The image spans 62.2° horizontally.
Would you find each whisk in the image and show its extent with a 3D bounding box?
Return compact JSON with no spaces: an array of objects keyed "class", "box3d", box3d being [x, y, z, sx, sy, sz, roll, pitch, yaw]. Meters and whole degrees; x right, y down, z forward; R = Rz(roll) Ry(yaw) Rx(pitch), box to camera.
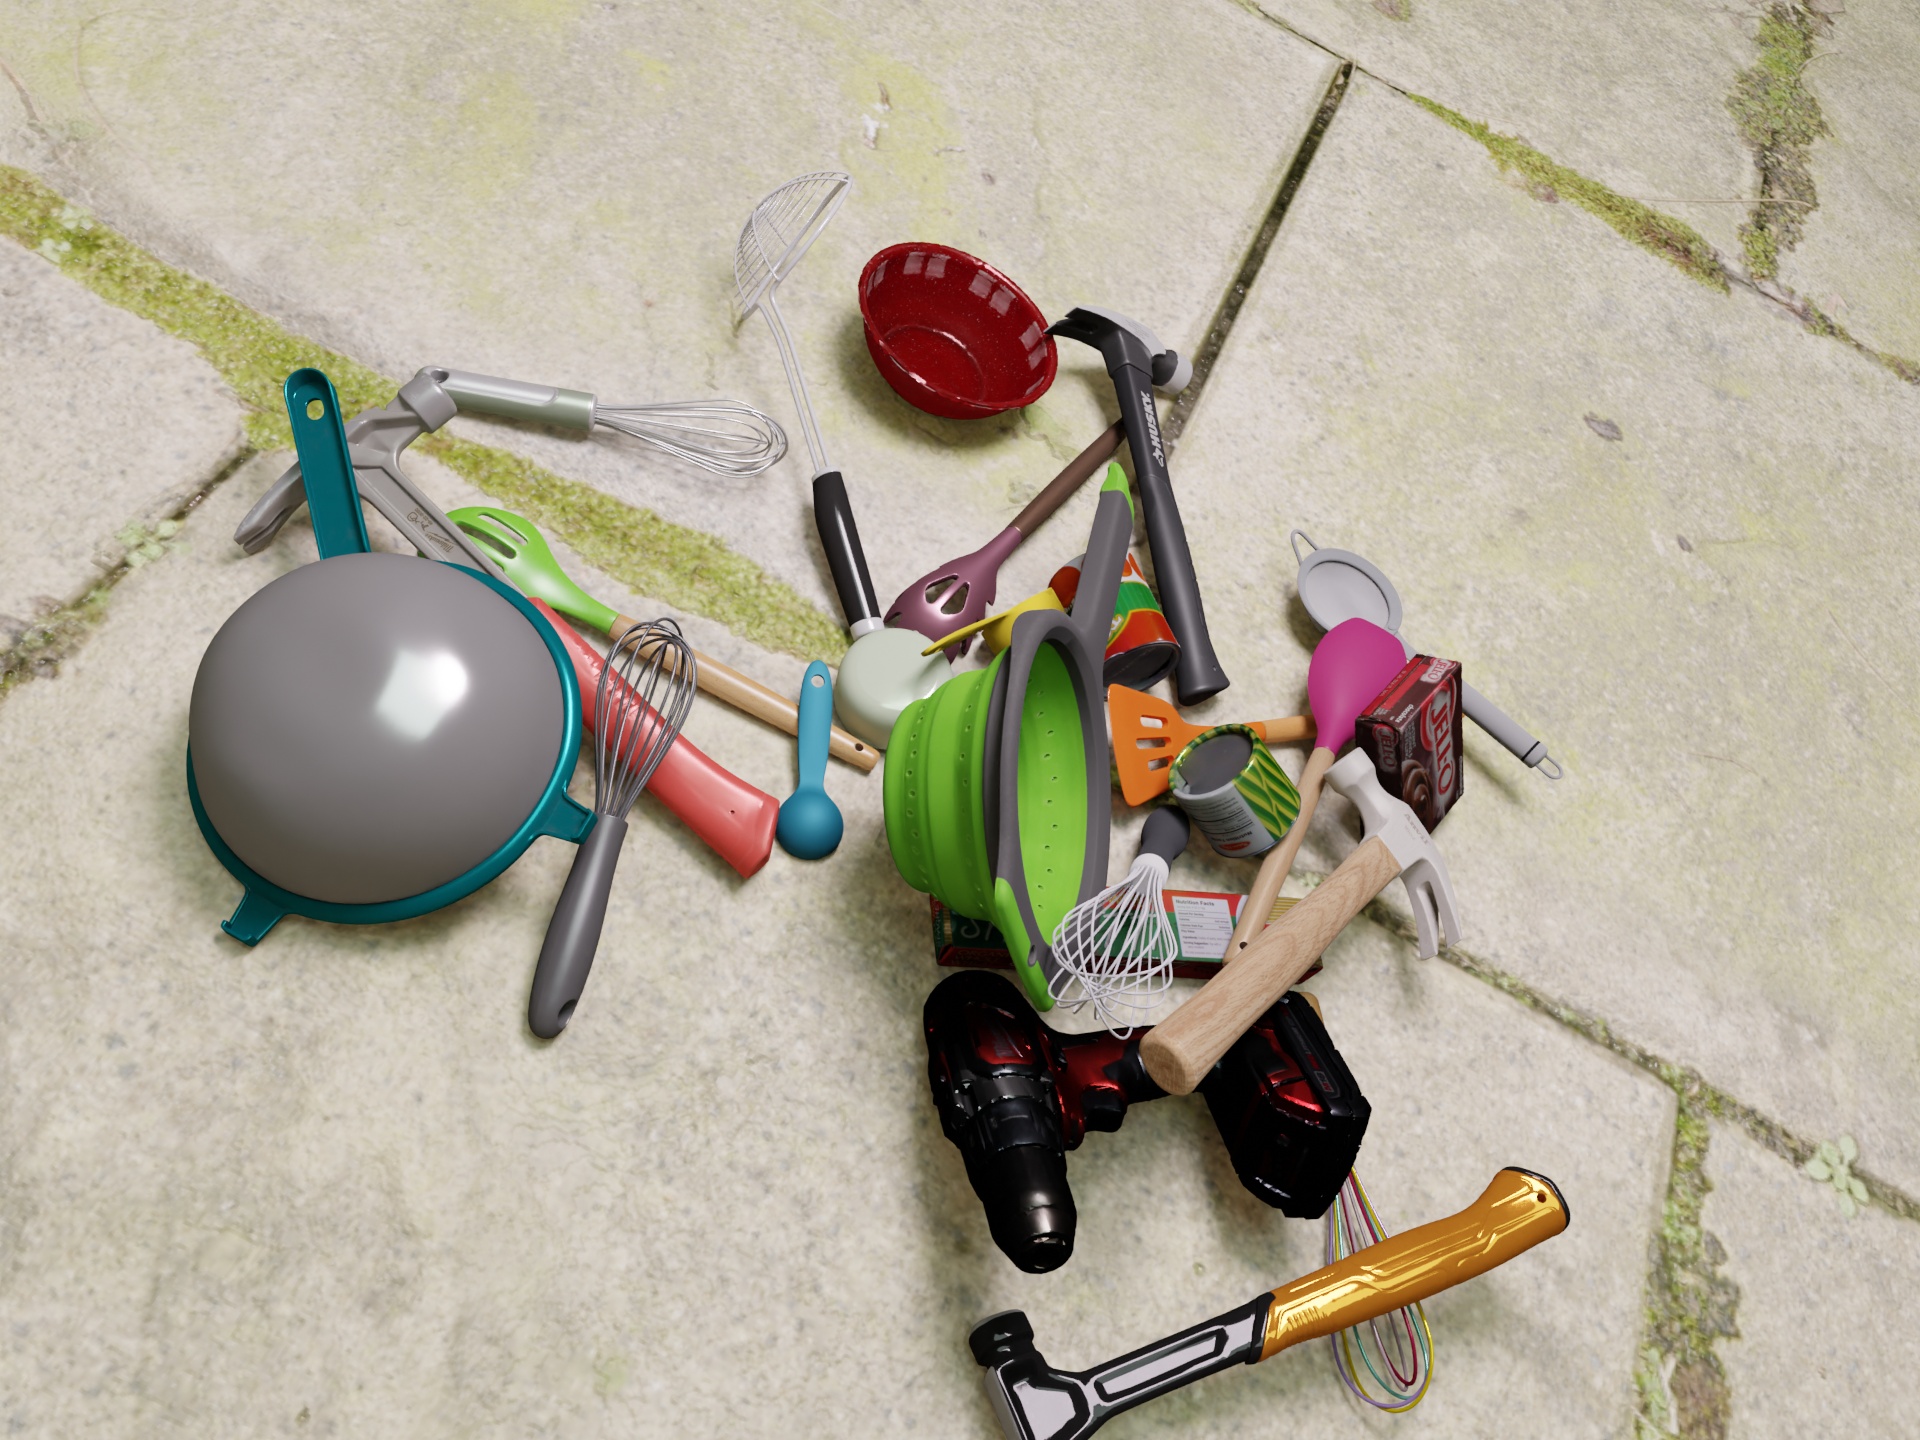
[{"class":"whisk","box3d":[-0.192,0.054,0.864,0.055,0.055,0.239,16,73,-10]},{"class":"whisk","box3d":[-0.236,-0.204,1.057,0.246,0.059,0.058,8,54,-10]},{"class":"whisk","box3d":[0.227,0.269,0.918,0.051,0.047,0.245,5,52,-17]},{"class":"whisk","box3d":[0.103,0.101,0.912,0.070,0.070,0.284,35,21,4]}]

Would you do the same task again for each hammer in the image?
[{"class":"hammer","box3d":[0.142,-0.161,1.161,0.146,0.035,0.335,18,53,-41]},{"class":"hammer","box3d":[0.180,0.315,0.827,0.337,0.034,0.127,-15,52,-19]},{"class":"hammer","box3d":[-0.248,-0.036,0.929,0.359,0.036,0.149,44,77,5]},{"class":"hammer","box3d":[0.198,0.123,0.909,0.130,0.031,0.331,53,40,7]}]

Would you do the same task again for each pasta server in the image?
[{"class":"pasta server","box3d":[0.048,-0.140,1.139,0.060,0.040,0.316,37,48,6]}]

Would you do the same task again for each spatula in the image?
[{"class":"spatula","box3d":[0.232,0.005,1.100,0.322,0.041,0.081,-6,83,-26]}]

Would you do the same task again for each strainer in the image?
[{"class":"strainer","box3d":[0.330,-0.042,1.155,0.259,0.050,0.087,43,54,18]},{"class":"strainer","box3d":[-0.330,-0.065,0.843,0.211,0.095,0.341,-17,70,-7]}]

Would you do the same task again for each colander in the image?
[{"class":"colander","box3d":[0.034,-0.018,0.948,0.094,0.204,0.397,-2,46,20]}]

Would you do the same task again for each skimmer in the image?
[{"class":"skimmer","box3d":[-0.085,-0.222,1.109,0.090,0.127,0.363,-2,68,-41]}]

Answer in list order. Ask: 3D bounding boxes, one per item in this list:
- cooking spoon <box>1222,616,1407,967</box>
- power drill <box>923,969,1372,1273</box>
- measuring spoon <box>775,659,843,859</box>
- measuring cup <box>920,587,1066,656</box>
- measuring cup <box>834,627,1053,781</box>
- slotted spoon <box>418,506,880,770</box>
[{"class":"cooking spoon","box3d":[0.232,0.040,1.047,0.069,0.017,0.319,29,54,4]},{"class":"power drill","box3d":[0.098,0.214,0.847,0.226,0.080,0.188,6,28,-16]},{"class":"measuring spoon","box3d":[-0.088,0.020,0.960,0.042,0.021,0.129,6,68,-14]},{"class":"measuring cup","box3d":[0.021,-0.050,1.020,0.029,0.062,0.156,57,32,4]},{"class":"measuring cup","box3d":[-0.002,-0.003,0.996,0.167,0.038,0.083,26,61,10]},{"class":"slotted spoon","box3d":[-0.189,-0.049,0.982,0.313,0.031,0.070,28,58,-3]}]
